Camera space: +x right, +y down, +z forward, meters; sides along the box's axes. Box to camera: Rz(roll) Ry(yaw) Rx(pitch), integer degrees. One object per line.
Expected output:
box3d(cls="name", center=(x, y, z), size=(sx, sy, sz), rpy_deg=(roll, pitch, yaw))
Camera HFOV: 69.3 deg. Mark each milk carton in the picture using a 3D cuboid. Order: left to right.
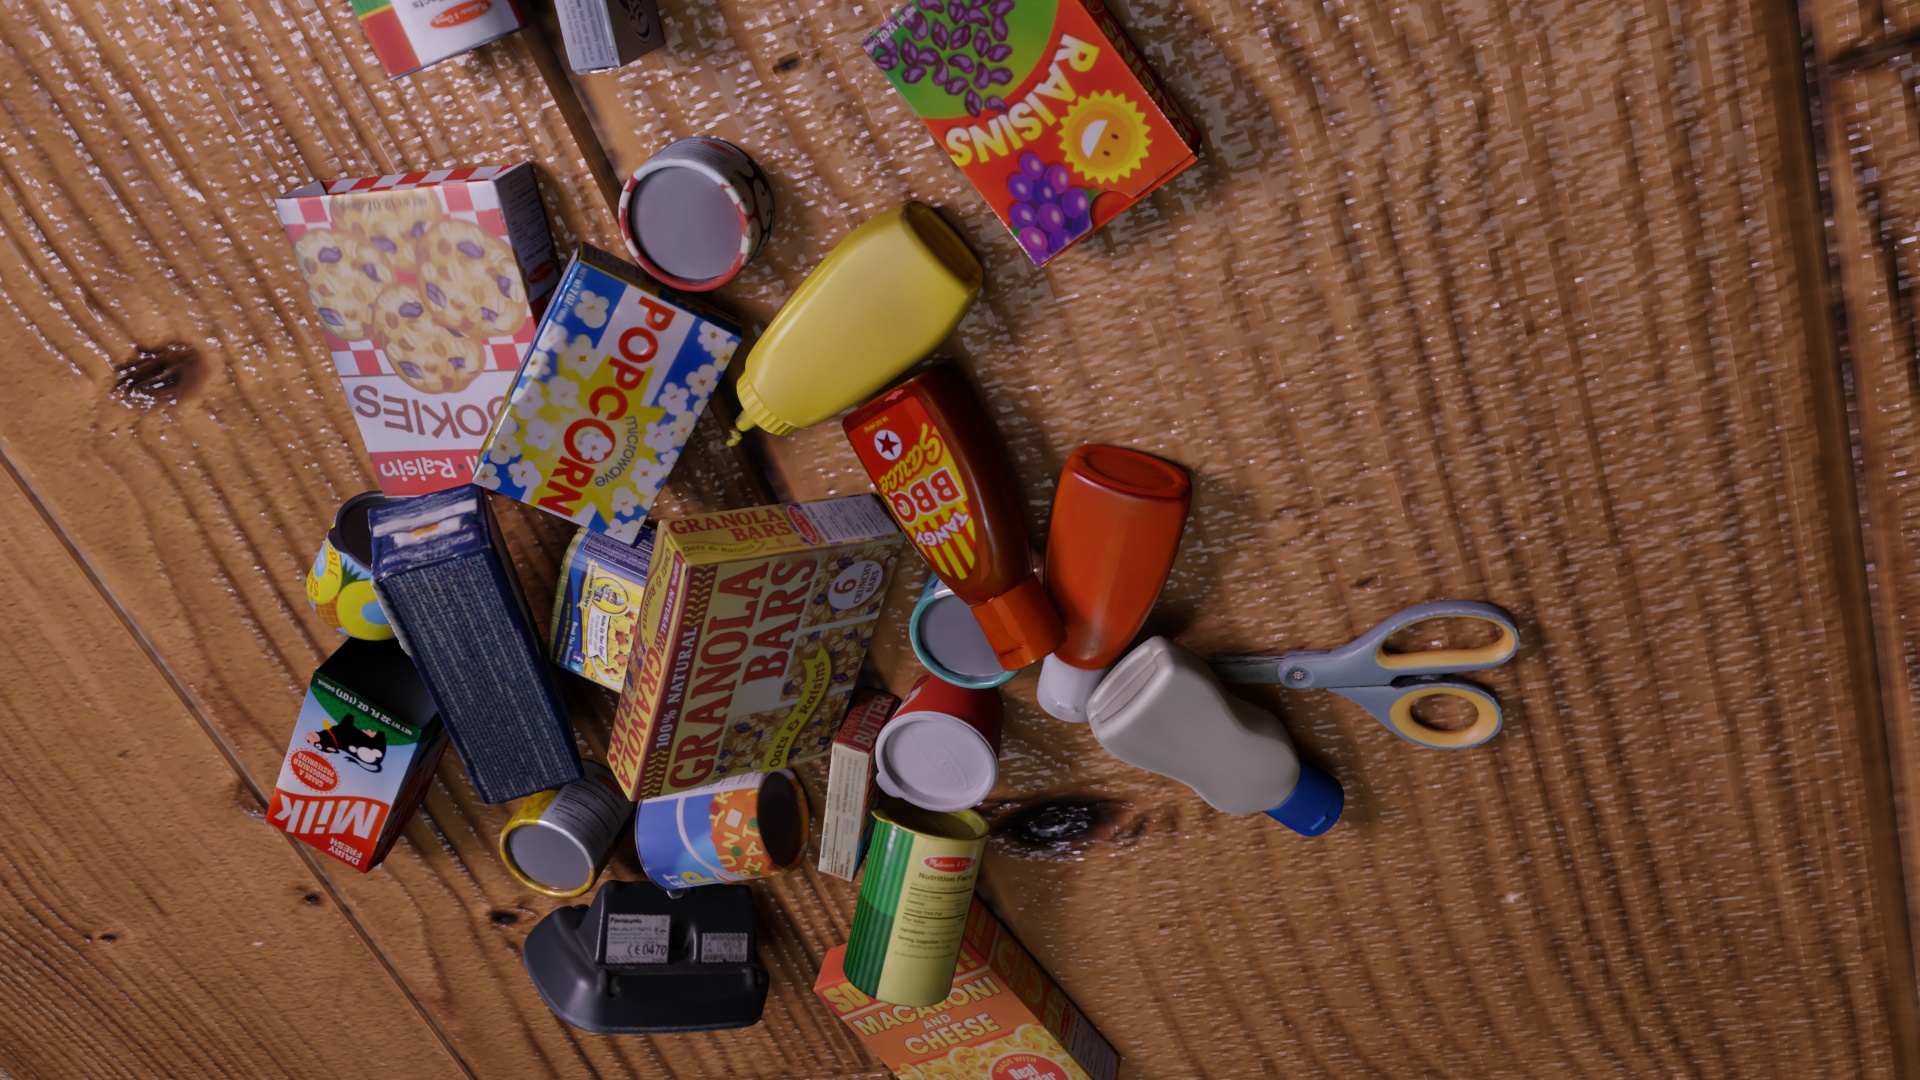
box3d(cls="milk carton", center=(-0.373, 0.138, 0.872), size=(0.072, 0.074, 0.189), rpy_deg=(31, 124, -5))

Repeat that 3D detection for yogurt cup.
box3d(cls="yogurt cup", center=(-0.008, 0.107, 0.767), size=(0.072, 0.054, 0.072), rpy_deg=(7, 122, 11))

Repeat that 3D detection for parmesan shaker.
box3d(cls="parmesan shaker", center=(-0.029, 0.206, 0.802), size=(0.071, 0.071, 0.103), rpy_deg=(14, 99, 6))

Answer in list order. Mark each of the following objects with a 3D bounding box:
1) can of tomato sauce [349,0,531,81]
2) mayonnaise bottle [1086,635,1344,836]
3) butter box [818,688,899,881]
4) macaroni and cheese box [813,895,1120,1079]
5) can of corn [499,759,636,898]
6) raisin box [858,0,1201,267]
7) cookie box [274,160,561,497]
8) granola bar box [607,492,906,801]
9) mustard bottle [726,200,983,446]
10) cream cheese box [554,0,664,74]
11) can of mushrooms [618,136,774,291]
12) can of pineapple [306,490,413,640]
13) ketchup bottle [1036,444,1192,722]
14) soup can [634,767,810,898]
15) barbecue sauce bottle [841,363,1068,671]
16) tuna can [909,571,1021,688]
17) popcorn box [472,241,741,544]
box3d(cls="can of tomato sauce", center=(-0.238, -0.252, 0.604), size=(0.071, 0.071, 0.082), rpy_deg=(-11, 116, 21))
box3d(cls="mayonnaise bottle", center=(0.137, 0.108, 0.717), size=(0.148, 0.041, 0.064), rpy_deg=(33, 111, -26))
box3d(cls="butter box", center=(-0.059, 0.142, 0.803), size=(0.024, 0.053, 0.103), rpy_deg=(15, 123, 9))
box3d(cls="macaroni and cheese box", center=(0.005, 0.312, 0.897), size=(0.123, 0.040, 0.166), rpy_deg=(-29, 110, 27))
box3d(cls="can of corn", center=(-0.248, 0.183, 0.874), size=(0.071, 0.058, 0.070), rpy_deg=(7, 122, 11))
box3d(cls="raisin box", center=(0.031, -0.190, 0.585), size=(0.086, 0.040, 0.123), rpy_deg=(-32, 109, 28))
box3d(cls="cookie box", center=(-0.260, -0.104, 0.715), size=(0.123, 0.040, 0.166), rpy_deg=(-1, 119, 15))
box3d(cls="granola bar box", center=(-0.109, 0.057, 0.727), size=(0.039, 0.124, 0.164), rpy_deg=(50, 133, 36))
box3d(cls="mustard bottle", center=(-0.062, -0.093, 0.663), size=(0.159, 0.049, 0.065), rpy_deg=(-35, 106, 30))
box3d(cls="cream cheese box", center=(-0.156, -0.255, 0.586), size=(0.024, 0.054, 0.103), rpy_deg=(-1, 121, 13))
box3d(cls="can of mushrooms", center=(-0.124, -0.151, 0.654), size=(0.071, 0.034, 0.070), rpy_deg=(6, 122, 10))
box3d(cls="can of pineapple", center=(-0.331, 0.014, 0.788), size=(0.071, 0.071, 0.057), rpy_deg=(36, 123, -8))
box3d(cls="ketchup bottle", center=(0.070, 0.026, 0.704), size=(0.065, 0.044, 0.148), rpy_deg=(16, 123, 8))
box3d(cls="soup can", center=(-0.141, 0.175, 0.835), size=(0.083, 0.072, 0.071), rpy_deg=(-12, 117, 21))
box3d(cls="barbecue sauce bottle", center=(0.002, -0.008, 0.678), size=(0.064, 0.044, 0.148), rpy_deg=(-25, 96, 41))
box3d(cls="tuna can", center=(0.007, 0.046, 0.739), size=(0.071, 0.033, 0.070), rpy_deg=(7, 121, 11))
box3d(cls="popcorn box", center=(-0.173, -0.070, 0.680), size=(0.085, 0.038, 0.126), rpy_deg=(24, 109, -23))
